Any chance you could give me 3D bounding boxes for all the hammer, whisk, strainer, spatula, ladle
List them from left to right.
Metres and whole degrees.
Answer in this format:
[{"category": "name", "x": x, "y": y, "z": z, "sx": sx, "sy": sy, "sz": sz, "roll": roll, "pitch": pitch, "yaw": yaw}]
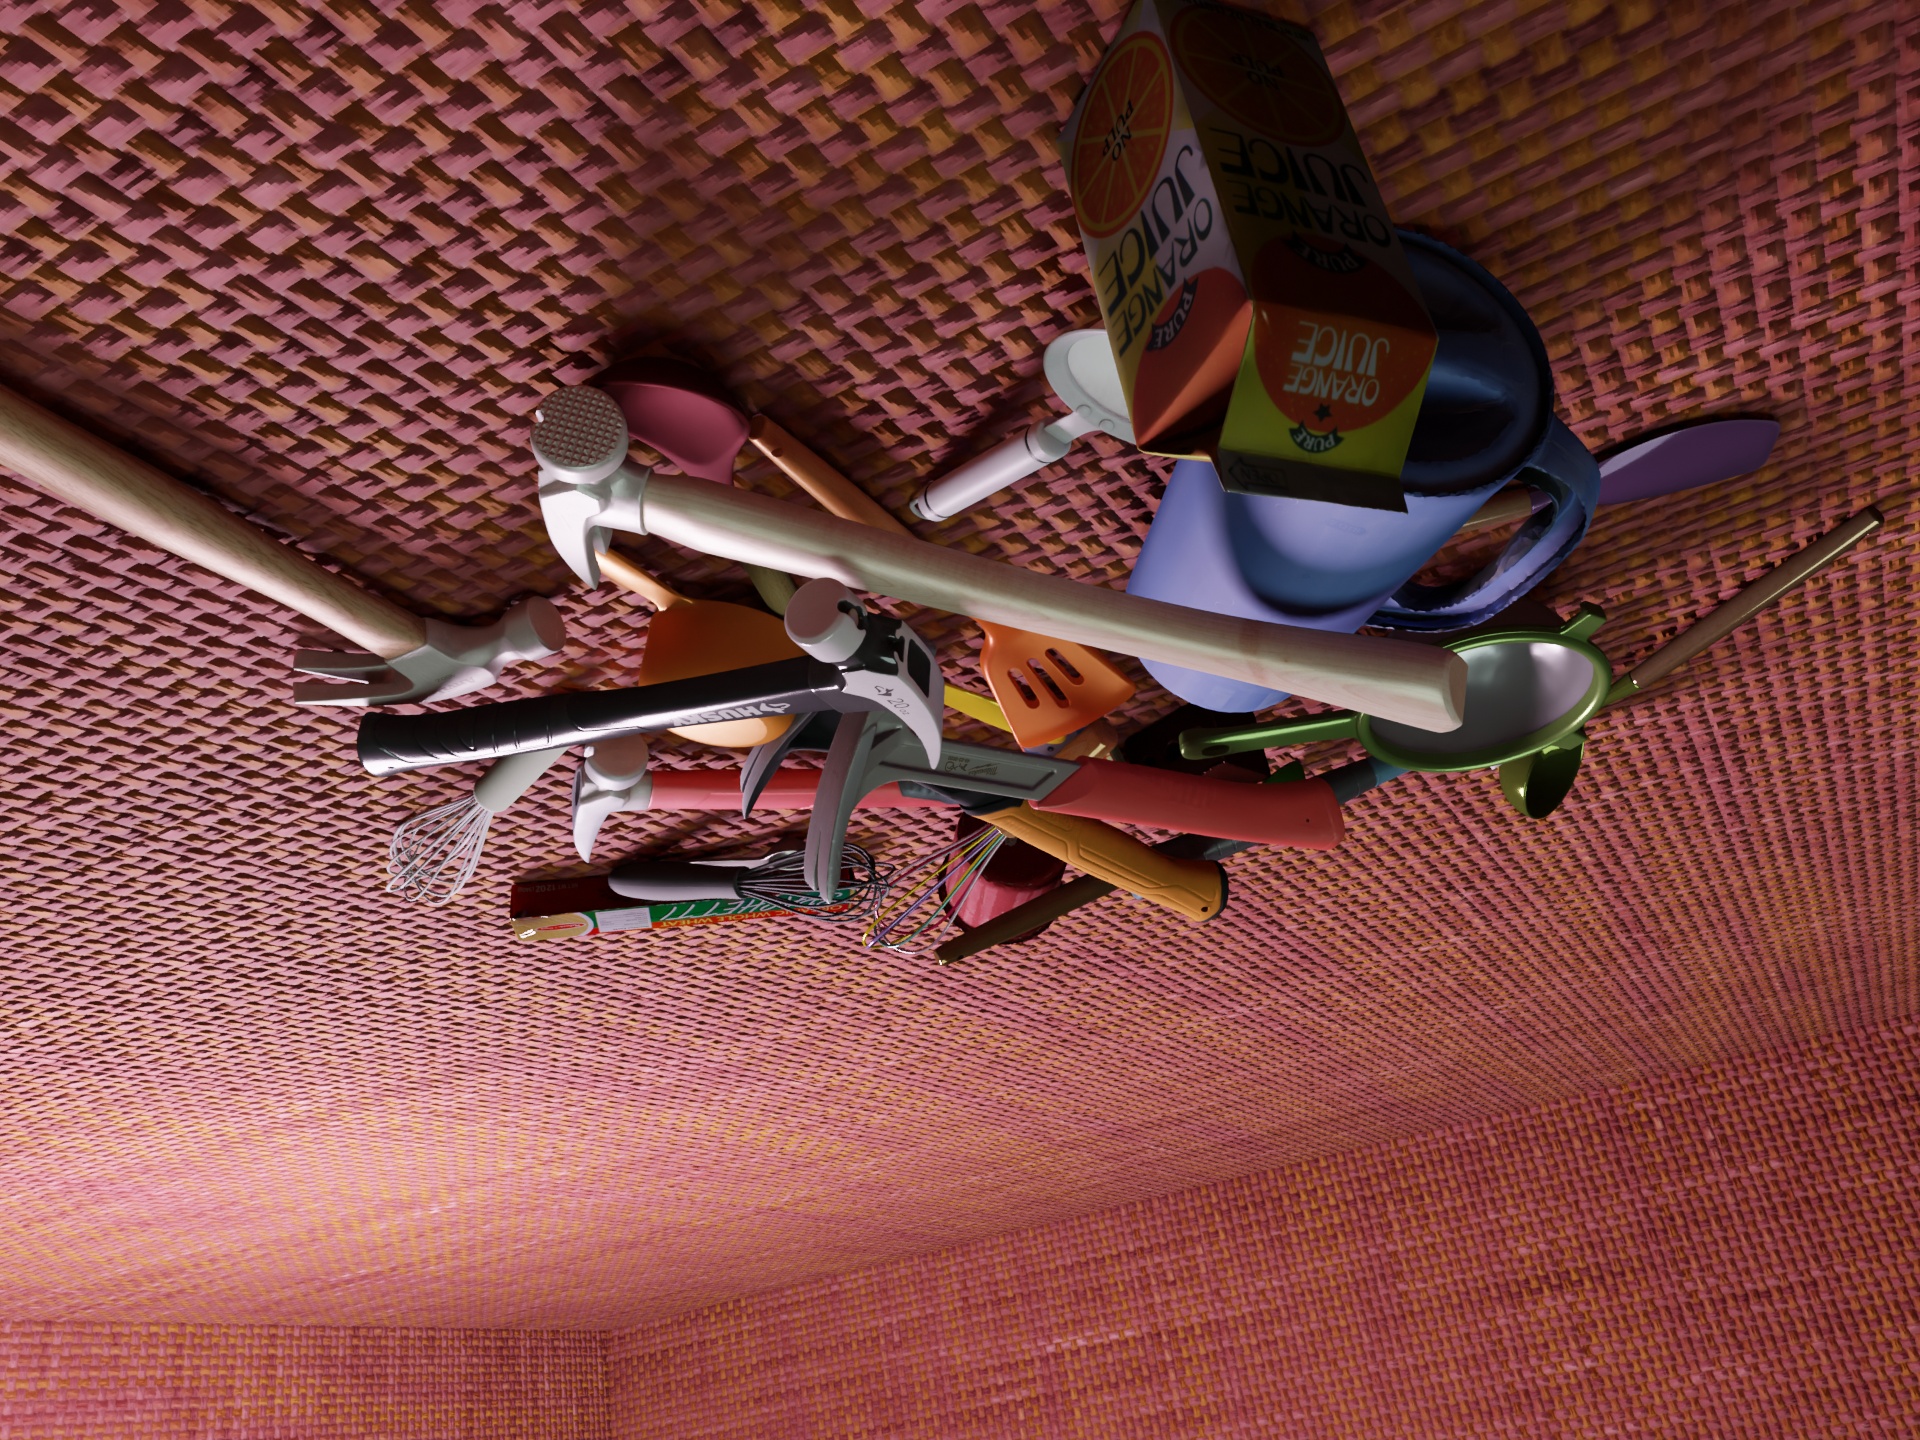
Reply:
[{"category": "hammer", "x": -0.334, "y": -0.080, "z": 0.712, "sx": 0.130, "sy": 0.031, "sz": 0.331, "roll": -20, "pitch": 151, "yaw": 20}, {"category": "whisk", "x": -0.290, "y": 0.049, "z": 0.977, "sx": 0.246, "sy": 0.058, "sz": 0.059, "roll": -37, "pitch": 177, "yaw": 39}, {"category": "hammer", "x": -0.164, "y": -0.002, "z": 0.786, "sx": 0.335, "sy": 0.035, "sz": 0.146, "roll": -8, "pitch": 155, "yaw": 25}, {"category": "whisk", "x": -0.148, "y": 0.109, "z": 1.086, "sx": 0.239, "sy": 0.055, "sz": 0.055, "roll": -3, "pitch": 160, "yaw": 30}, {"category": "ladle", "x": -0.103, "y": -0.087, "z": 0.778, "sx": 0.069, "sy": 0.031, "sz": 0.315, "roll": 5, "pitch": 158, "yaw": 13}, {"category": "hammer", "x": -0.060, "y": 0.051, "z": 1.057, "sx": 0.386, "sy": 0.038, "sz": 0.143, "roll": 1, "pitch": 153, "yaw": -20}, {"category": "spatula", "x": -0.010, "y": -0.068, "z": 0.831, "sx": 0.081, "sy": 0.041, "sz": 0.322, "roll": -28, "pitch": 148, "yaw": 19}, {"category": "whisk", "x": 0.016, "y": 0.079, "z": 1.028, "sx": 0.047, "sy": 0.051, "sz": 0.245, "roll": 30, "pitch": 123, "yaw": -26}, {"category": "hammer", "x": 0.021, "y": -0.053, "z": 0.706, "sx": 0.410, "sy": 0.038, "sz": 0.146, "roll": 14, "pitch": 163, "yaw": -4}, {"category": "hammer", "x": 0.032, "y": 0.061, "z": 0.964, "sx": 0.336, "sy": 0.034, "sz": 0.127, "roll": 26, "pitch": 121, "yaw": -31}, {"category": "strainer", "x": 0.042, "y": -0.126, "z": 0.686, "sx": 0.086, "sy": 0.050, "sz": 0.258, "roll": 29, "pitch": 157, "yaw": -23}, {"category": "hammer", "x": 0.084, "y": 0.049, "z": 0.926, "sx": 0.358, "sy": 0.037, "sz": 0.149, "roll": 11, "pitch": 104, "yaw": -33}, {"category": "hammer", "x": 0.263, "y": 0.040, "z": 1.071, "sx": 0.331, "sy": 0.033, "sz": 0.128, "roll": -24, "pitch": 156, "yaw": -1}, {"category": "strainer", "x": 0.260, "y": -0.025, "z": 0.979, "sx": 0.256, "sy": 0.069, "sz": 0.151, "roll": -10, "pitch": 147, "yaw": 11}, {"category": "spatula", "x": 0.282, "y": -0.114, "z": 0.863, "sx": 0.316, "sy": 0.018, "sz": 0.059, "roll": -14, "pitch": 151, "yaw": 6}, {"category": "ladle", "x": 0.476, "y": -0.031, "z": 1.052, "sx": 0.078, "sy": 0.062, "sz": 0.320, "roll": -18, "pitch": 160, "yaw": -38}]

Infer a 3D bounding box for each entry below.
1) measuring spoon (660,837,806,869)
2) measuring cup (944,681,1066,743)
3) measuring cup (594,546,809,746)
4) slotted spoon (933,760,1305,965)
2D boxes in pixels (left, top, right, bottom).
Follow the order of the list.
[{"category": "measuring spoon", "x": -0.167, "y": 0.097, "z": 1.146, "sx": 0.124, "sy": 0.018, "sz": 0.034, "roll": -4, "pitch": 152, "yaw": 5}, {"category": "measuring cup", "x": -0.002, "y": -0.003, "z": 0.946, "sx": 0.156, "sy": 0.029, "sz": 0.062, "roll": 19, "pitch": 139, "yaw": -25}, {"category": "measuring cup", "x": -0.150, "y": -0.037, "z": 0.818, "sx": 0.095, "sy": 0.052, "sz": 0.173, "roll": -8, "pitch": 153, "yaw": 31}, {"category": "slotted spoon", "x": 0.121, "y": 0.104, "z": 1.109, "sx": 0.313, "sy": 0.031, "sz": 0.070, "roll": -22, "pitch": 143, "yaw": -20}]
